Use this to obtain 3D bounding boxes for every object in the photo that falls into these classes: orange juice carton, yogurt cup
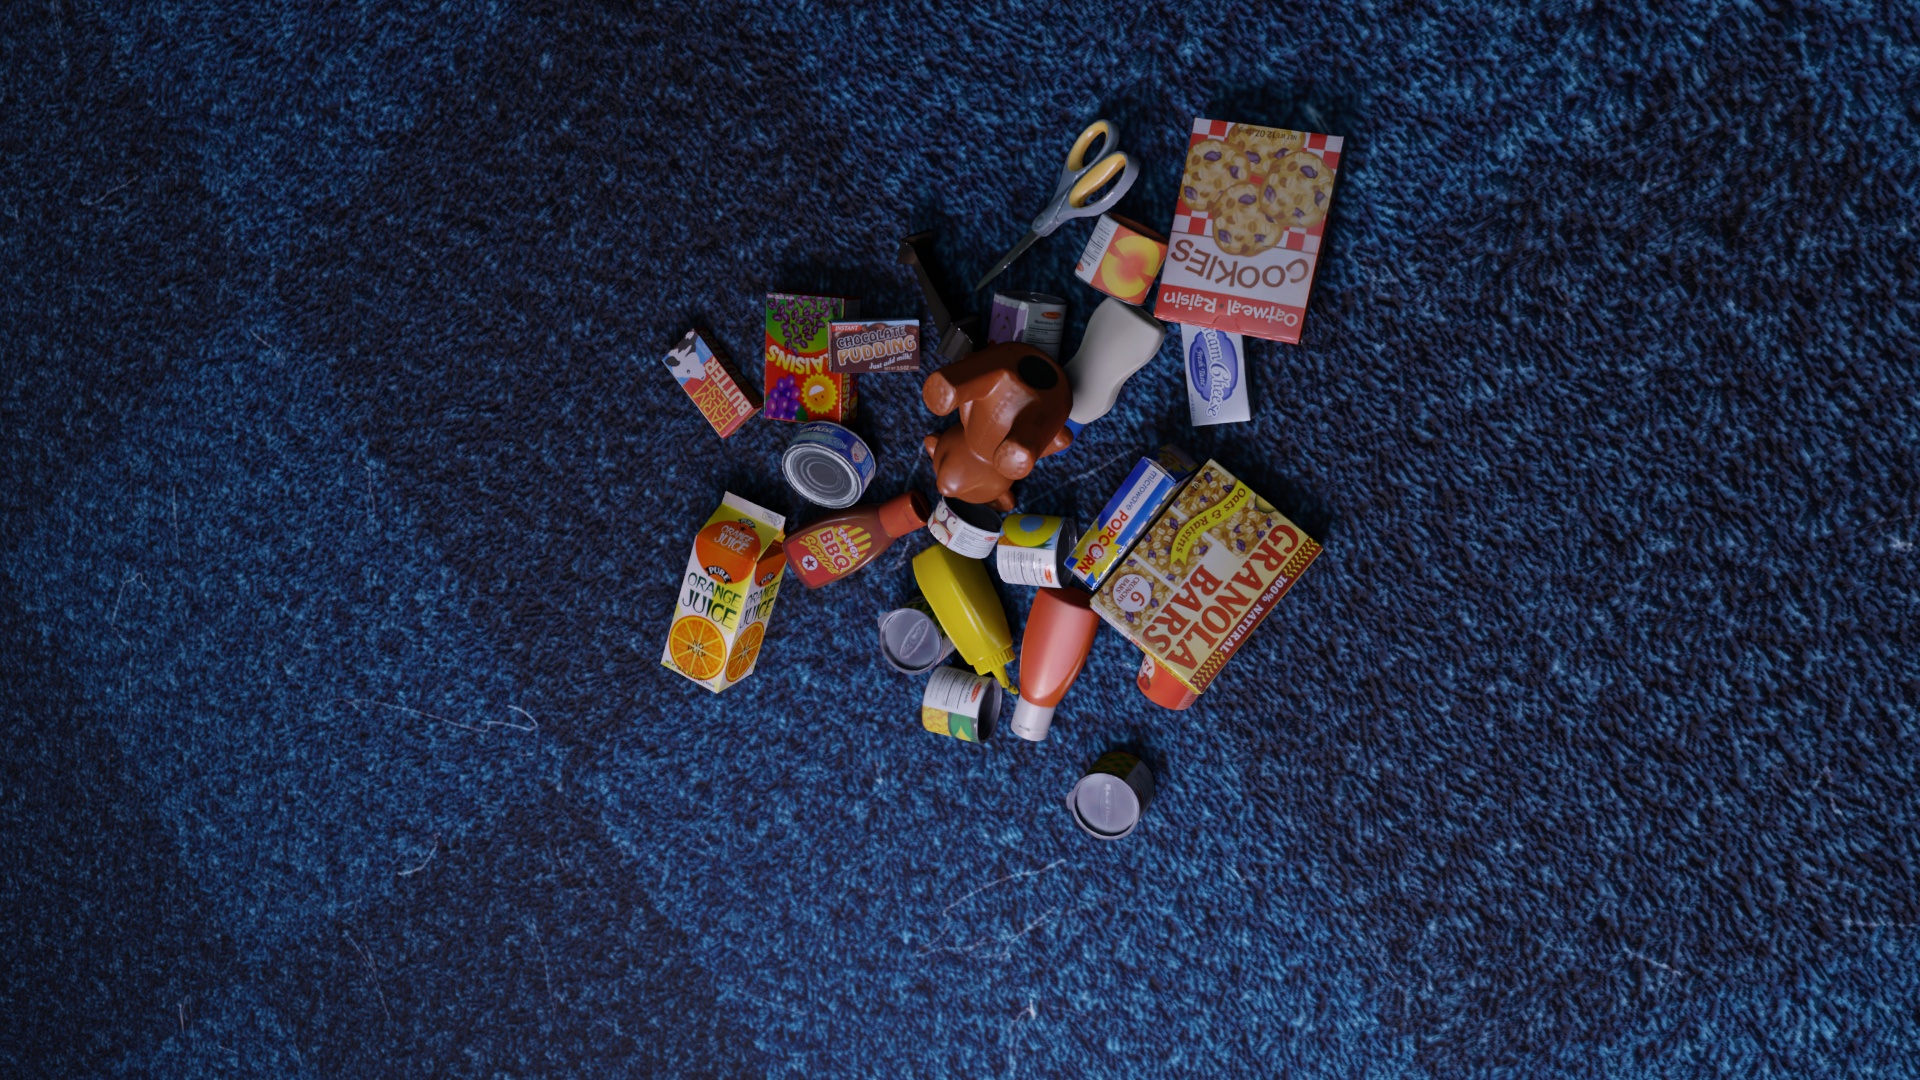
[{"bbox_3d":[-0.232,0.049,1.403,0.072,0.073,0.192,25,110,16],"label":"orange juice carton"},{"bbox_3d":[0.194,0.115,1.250,0.072,0.073,0.053,30,120,13],"label":"yogurt cup"}]

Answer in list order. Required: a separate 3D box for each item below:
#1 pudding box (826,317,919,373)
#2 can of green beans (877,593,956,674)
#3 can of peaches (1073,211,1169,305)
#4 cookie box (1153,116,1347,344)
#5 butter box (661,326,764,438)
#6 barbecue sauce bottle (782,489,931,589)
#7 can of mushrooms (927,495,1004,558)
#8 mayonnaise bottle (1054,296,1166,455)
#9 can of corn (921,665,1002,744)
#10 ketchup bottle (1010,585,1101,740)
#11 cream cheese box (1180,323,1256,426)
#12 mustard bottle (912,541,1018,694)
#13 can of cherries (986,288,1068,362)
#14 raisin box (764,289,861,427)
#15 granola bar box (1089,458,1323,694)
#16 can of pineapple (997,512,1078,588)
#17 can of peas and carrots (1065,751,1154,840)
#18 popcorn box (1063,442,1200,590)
[{"bbox_3d":[-0.080,-0.181,1.289,0.084,0.030,0.049,-4,103,-15],"label":"pudding box"},{"bbox_3d":[-0.037,0.089,1.341,0.071,0.058,0.071,5,105,21],"label":"can of green beans"},{"bbox_3d":[0.141,-0.241,1.188,0.071,0.071,0.057,30,112,13],"label":"can of peaches"},{"bbox_3d":[0.237,-0.254,1.143,0.123,0.040,0.167,14,97,19],"label":"cookie box"},{"bbox_3d":[-0.247,-0.158,1.388,0.053,0.024,0.103,-40,85,26],"label":"butter box"},{"bbox_3d":[-0.099,-0.006,1.351,0.148,0.044,0.064,-24,105,25],"label":"barbecue sauce bottle"},{"bbox_3d":[0.005,-0.016,1.297,0.071,0.071,0.033,35,114,11],"label":"can of mushrooms"},{"bbox_3d":[0.117,-0.143,1.234,0.065,0.041,0.147,39,115,10],"label":"mayonnaise bottle"},{"bbox_3d":[0.002,0.159,1.338,0.058,0.071,0.071,11,106,20],"label":"can of corn"},{"bbox_3d":[0.084,0.116,1.306,0.065,0.044,0.148,23,110,20],"label":"ketchup bottle"},{"bbox_3d":[0.221,-0.153,1.197,0.053,0.024,0.103,-4,101,22],"label":"cream cheese box"},{"bbox_3d":[0.012,0.075,1.308,0.048,0.065,0.160,-29,84,36],"label":"mustard bottle"},{"bbox_3d":[0.057,-0.189,1.235,0.071,0.072,0.058,14,109,19],"label":"can of cherries"},{"bbox_3d":[-0.143,-0.175,1.333,0.086,0.040,0.123,8,104,20],"label":"raisin box"},{"bbox_3d":[0.211,0.031,1.198,0.124,0.039,0.165,40,87,9],"label":"granola bar box"},{"bbox_3d":[0.072,0.008,1.275,0.058,0.071,0.070,5,104,22],"label":"can of pineapple"},{"bbox_3d":[0.141,0.238,1.302,0.071,0.059,0.070,5,104,22],"label":"can of peas and carrots"},{"bbox_3d":[0.152,-0.023,1.222,0.038,0.085,0.126,40,114,11],"label":"popcorn box"}]
